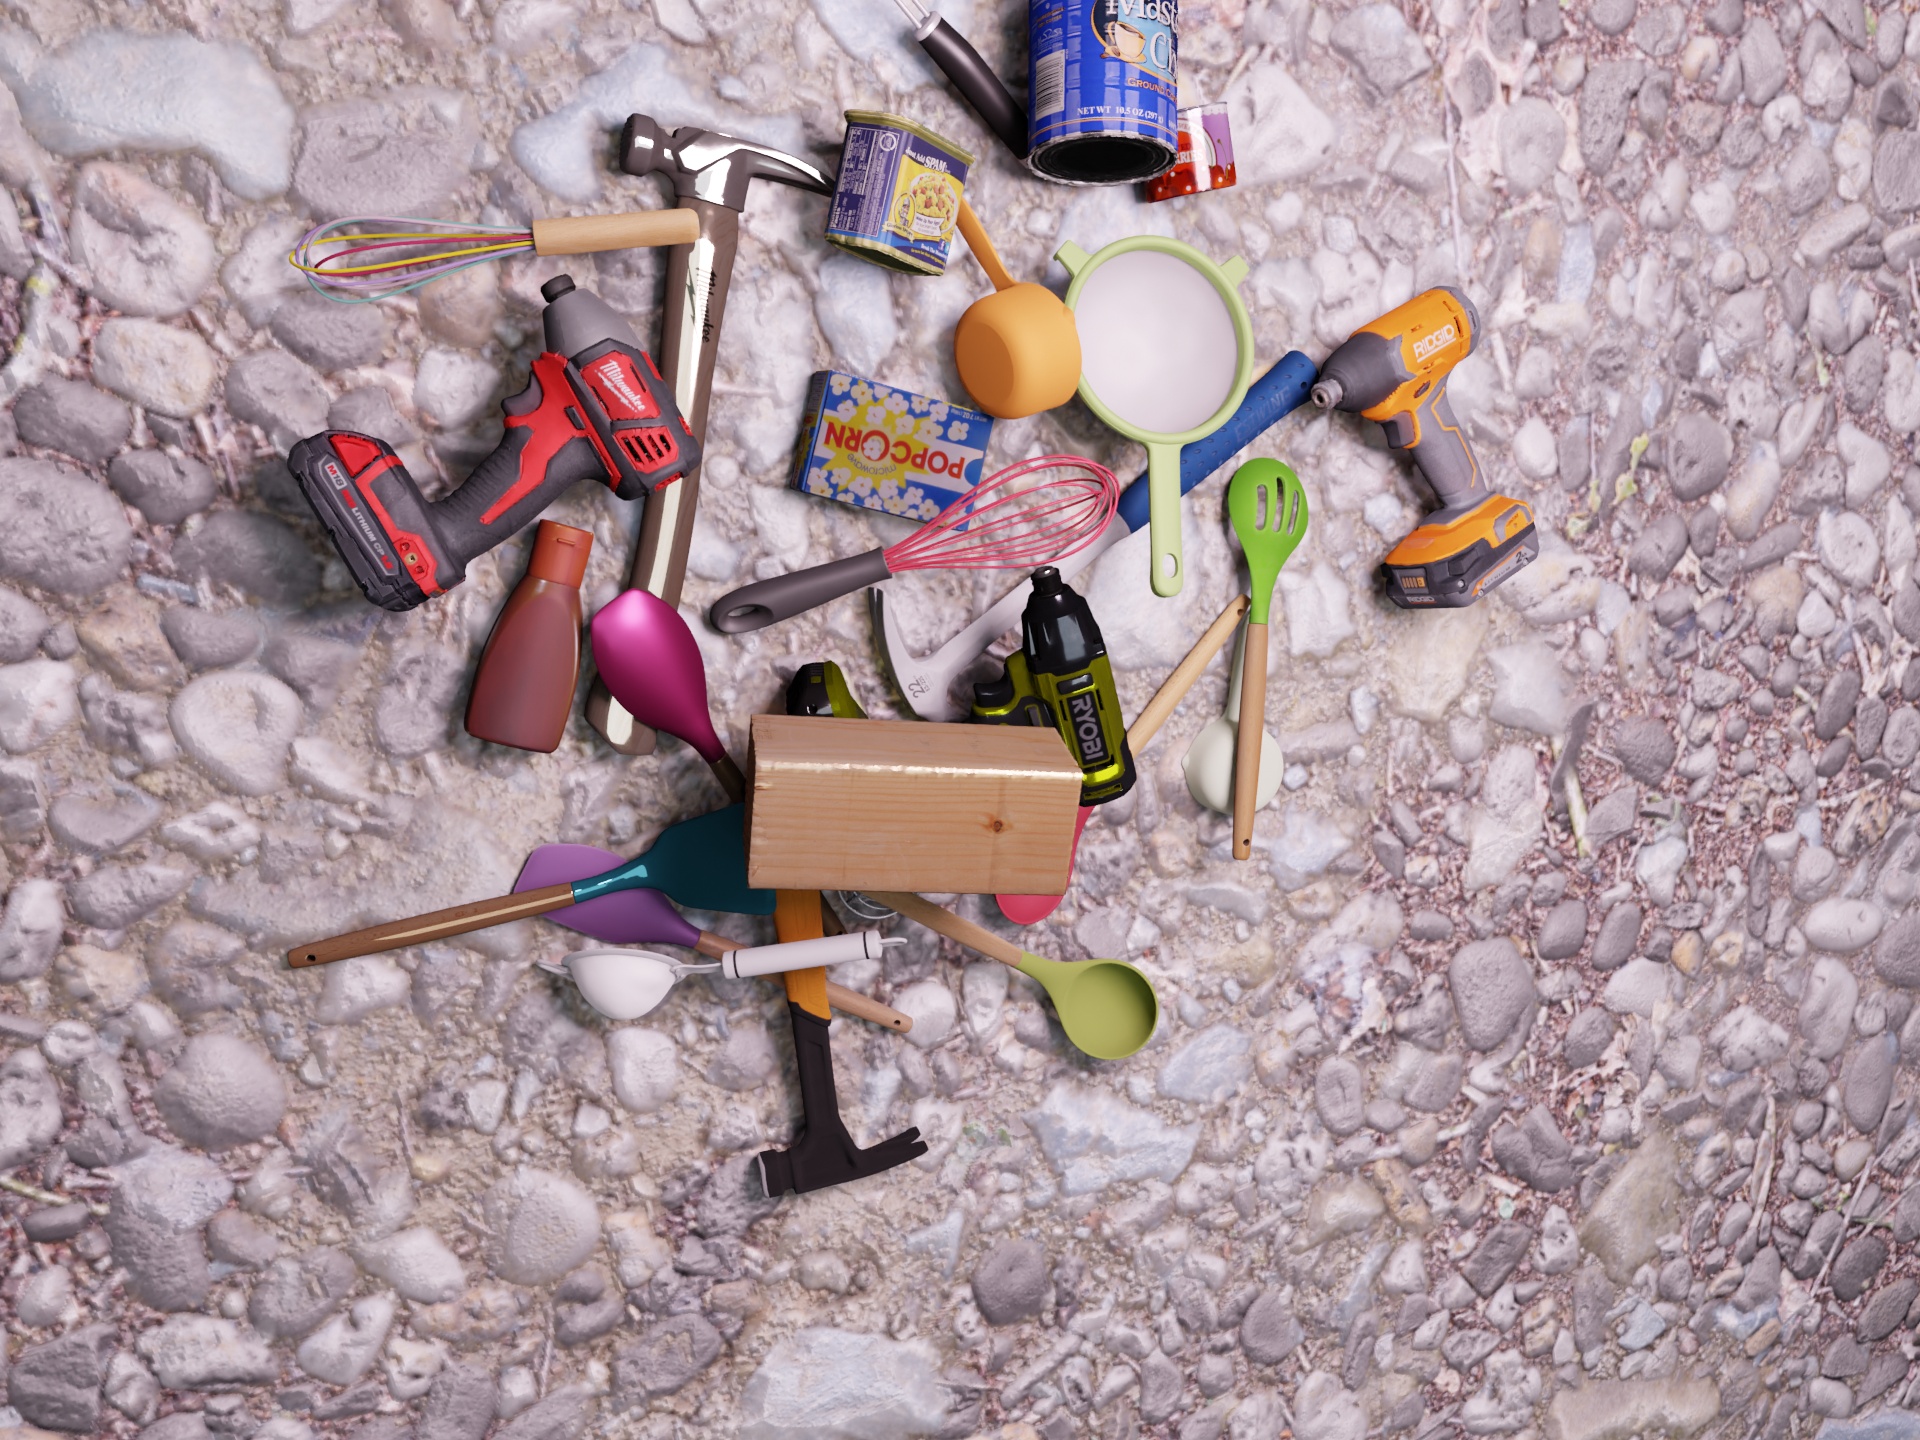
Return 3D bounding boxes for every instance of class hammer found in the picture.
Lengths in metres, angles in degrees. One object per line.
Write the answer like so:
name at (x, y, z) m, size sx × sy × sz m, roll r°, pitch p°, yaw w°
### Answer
hammer at (0.108, -0.147, 1.184) m, size 0.405 × 0.035 × 0.144 m, roll -39°, pitch 112°, yaw -10°
hammer at (-0.181, -0.178, 1.063) m, size 0.146 × 0.038 × 0.410 m, roll 7°, pitch 98°, yaw -24°
hammer at (-0.103, 0.185, 1.142) m, size 0.127 × 0.034 × 0.336 m, roll -11°, pitch 111°, yaw -13°

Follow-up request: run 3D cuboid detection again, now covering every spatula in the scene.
spatula at (-0.167, 0.164, 1.145) m, size 0.315 × 0.018 × 0.060 m, roll 28°, pitch 90°, yaw -23°
spatula at (-0.285, 0.123, 1.065) m, size 0.317 × 0.044 × 0.082 m, roll -13°, pitch 106°, yaw -13°

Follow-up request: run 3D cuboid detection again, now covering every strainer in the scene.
strainer at (0.133, -0.214, 1.146) m, size 0.151 × 0.069 × 0.256 m, roll -2°, pitch 88°, yaw -20°
strainer at (-0.164, 0.169, 1.083) m, size 0.258 × 0.086 × 0.050 m, roll -9°, pitch 63°, yaw 3°

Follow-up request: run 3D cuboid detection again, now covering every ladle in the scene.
ladle at (0.127, 0.025, 1.231) m, size 0.069 × 0.031 × 0.315 m, roll 43°, pitch 82°, yaw -27°
ladle at (0.029, 0.172, 1.174) m, size 0.319 × 0.062 × 0.078 m, roll 31°, pitch 92°, yaw -35°

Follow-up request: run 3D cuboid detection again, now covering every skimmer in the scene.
skimmer at (-0.075, -0.501, 1.045) m, size 0.363 × 0.090 × 0.127 m, roll 40°, pitch 82°, yaw -34°

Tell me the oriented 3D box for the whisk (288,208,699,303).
whisk at (-0.283, -0.291, 0.974) m, size 0.245 × 0.047 × 0.051 m, roll -8°, pitch 101°, yaw -10°

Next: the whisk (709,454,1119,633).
whisk at (-0.033, -0.116, 1.090) m, size 0.296 × 0.073 × 0.073 m, roll -18°, pitch 108°, yaw 3°

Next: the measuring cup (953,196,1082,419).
measuring cup at (0.015, -0.288, 1.094) m, size 0.052 × 0.095 × 0.173 m, roll -29°, pitch 90°, yaw -32°

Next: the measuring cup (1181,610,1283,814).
measuring cup at (0.227, -0.005, 1.256) m, size 0.083 × 0.038 × 0.167 m, roll 5°, pitch 101°, yaw -22°

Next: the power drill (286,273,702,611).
power drill at (-0.286, -0.170, 0.978) m, size 0.219 × 0.078 × 0.143 m, roll -29°, pitch 99°, yaw -7°

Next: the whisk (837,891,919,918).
whisk at (0.012, 0.066, 1.183) m, size 0.246 × 0.057 × 0.059 m, roll -34°, pitch 81°, yaw -17°

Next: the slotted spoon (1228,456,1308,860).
slotted spoon at (0.230, -0.048, 1.229) m, size 0.070 × 0.031 × 0.314 m, roll 5°, pitch 90°, yaw -18°

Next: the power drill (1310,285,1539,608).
power drill at (0.355, -0.203, 1.235) m, size 0.164 × 0.084 × 0.226 m, roll -31°, pitch 108°, yaw -28°

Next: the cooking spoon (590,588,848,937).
cooking spoon at (-0.156, 0.044, 1.105) m, size 0.069 × 0.017 × 0.318 m, roll -40°, pitch 120°, yaw -18°

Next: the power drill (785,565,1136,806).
power drill at (-0.002, -0.004, 1.108) m, size 0.223 × 0.080 × 0.171 m, roll -16°, pitch 112°, yaw 0°
